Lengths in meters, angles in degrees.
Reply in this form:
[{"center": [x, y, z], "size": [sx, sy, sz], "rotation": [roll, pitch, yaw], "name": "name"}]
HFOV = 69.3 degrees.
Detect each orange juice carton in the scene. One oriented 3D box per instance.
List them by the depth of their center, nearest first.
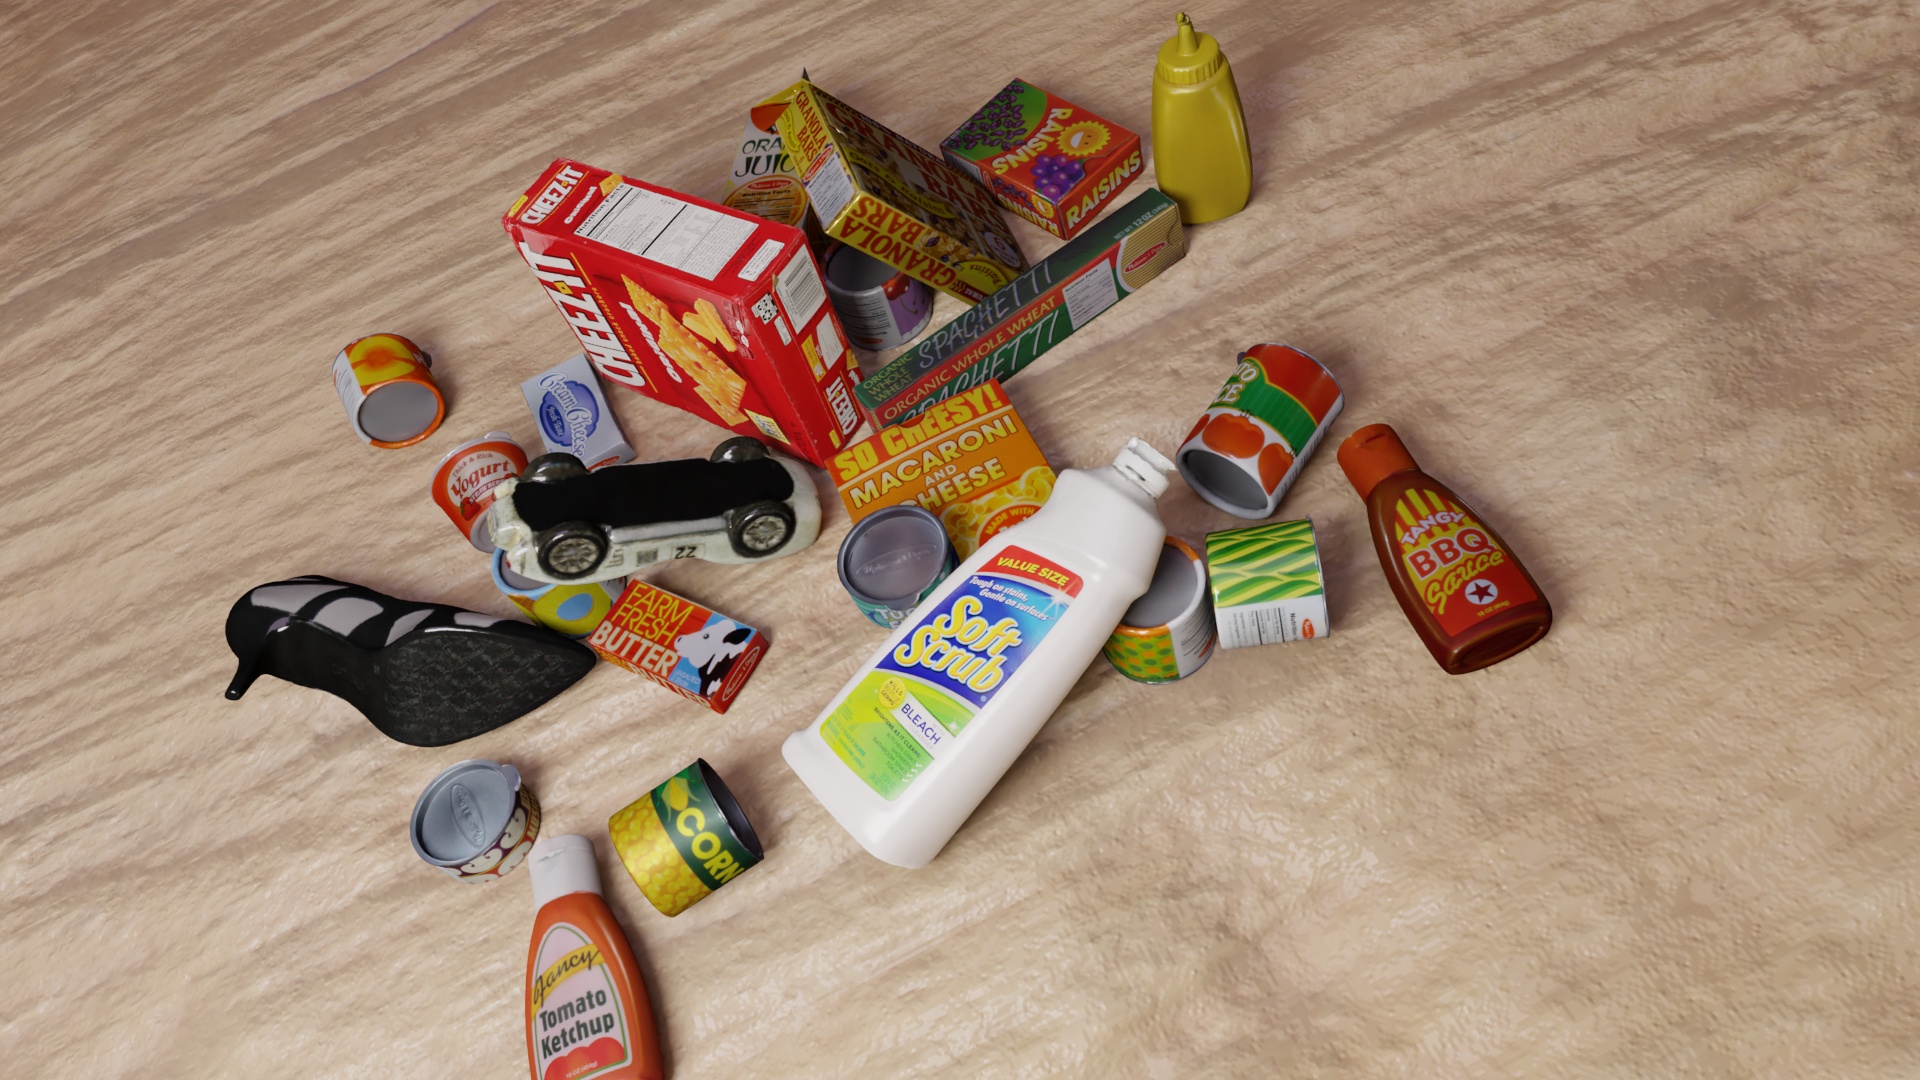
[{"center": [-0.124, -0.261, 1.032], "size": [0.073, 0.071, 0.193], "rotation": [-1, 57, 16], "name": "orange juice carton"}]

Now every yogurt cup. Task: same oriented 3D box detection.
[{"center": [-0.315, -0.028, 0.936], "size": [0.072, 0.072, 0.054], "rotation": [-36, 63, -9], "name": "yogurt cup"}]

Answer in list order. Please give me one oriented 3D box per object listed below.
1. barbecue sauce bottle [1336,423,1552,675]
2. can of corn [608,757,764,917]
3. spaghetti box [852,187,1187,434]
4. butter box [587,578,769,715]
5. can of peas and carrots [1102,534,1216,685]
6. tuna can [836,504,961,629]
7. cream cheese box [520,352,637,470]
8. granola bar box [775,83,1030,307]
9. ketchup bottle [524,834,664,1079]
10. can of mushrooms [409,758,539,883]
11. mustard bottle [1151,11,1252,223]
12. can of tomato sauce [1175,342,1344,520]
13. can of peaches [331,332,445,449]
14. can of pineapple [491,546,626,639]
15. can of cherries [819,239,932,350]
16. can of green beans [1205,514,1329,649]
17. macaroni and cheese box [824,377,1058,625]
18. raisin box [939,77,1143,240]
[{"center": [0.256, 0.000, 0.760], "size": [0.065, 0.043, 0.149], "rotation": [-23, 53, 1], "name": "barbecue sauce bottle"}, {"center": [-0.148, 0.162, 0.753], "size": [0.058, 0.071, 0.071], "rotation": [-33, 54, -6], "name": "can of corn"}, {"center": [0.041, -0.145, 0.918], "size": [0.250, 0.050, 0.029], "rotation": [-35, 53, -8], "name": "spaghetti box"}, {"center": [-0.174, 0.064, 0.855], "size": [0.103, 0.024, 0.053], "rotation": [19, 64, 26], "name": "butter box"}, {"center": [0.104, 0.037, 0.770], "size": [0.071, 0.058, 0.071], "rotation": [-8, 55, 11], "name": "can of peas and carrots"}, {"center": [-0.033, 0.018, 0.789], "size": [0.071, 0.032, 0.071], "rotation": [-8, 56, 13], "name": "tuna can"}, {"center": [-0.271, -0.084, 0.984], "size": [0.053, 0.024, 0.104], "rotation": [-29, 54, -6], "name": "cream cheese box"}, {"center": [-0.033, -0.224, 0.926], "size": [0.039, 0.165, 0.125], "rotation": [-45, 49, 26], "name": "granola bar box"}, {"center": [-0.202, 0.230, 0.739], "size": [0.065, 0.043, 0.149], "rotation": [-24, 53, 0], "name": "ketchup bottle"}, {"center": [-0.282, 0.163, 0.814], "size": [0.071, 0.033, 0.071], "rotation": [-8, 55, 12], "name": "can of mushrooms"}, {"center": [0.155, -0.280, 0.908], "size": [0.065, 0.159, 0.049], "rotation": [-9, 54, 9], "name": "mustard bottle"}, {"center": [0.173, -0.065, 0.813], "size": [0.071, 0.071, 0.083], "rotation": [26, 68, 29], "name": "can of tomato sauce"}, {"center": [-0.417, -0.110, 1.019], "size": [0.071, 0.071, 0.058], "rotation": [-33, 54, -7], "name": "can of peaches"}, {"center": [-0.258, 0.023, 0.887], "size": [0.071, 0.057, 0.071], "rotation": [-8, 55, 12], "name": "can of pineapple"}, {"center": [-0.058, -0.177, 0.963], "size": [0.071, 0.058, 0.072], "rotation": [-8, 56, 12], "name": "can of cherries"}, {"center": [0.167, 0.024, 0.756], "size": [0.058, 0.071, 0.071], "rotation": [-8, 55, 12], "name": "can of green beans"}, {"center": [0.003, -0.011, 0.844], "size": [0.124, 0.040, 0.167], "rotation": [-26, 54, -3], "name": "macaroni and cheese box"}, {"center": [0.059, -0.279, 1.010], "size": [0.086, 0.040, 0.123], "rotation": [-43, 57, -15], "name": "raisin box"}]
